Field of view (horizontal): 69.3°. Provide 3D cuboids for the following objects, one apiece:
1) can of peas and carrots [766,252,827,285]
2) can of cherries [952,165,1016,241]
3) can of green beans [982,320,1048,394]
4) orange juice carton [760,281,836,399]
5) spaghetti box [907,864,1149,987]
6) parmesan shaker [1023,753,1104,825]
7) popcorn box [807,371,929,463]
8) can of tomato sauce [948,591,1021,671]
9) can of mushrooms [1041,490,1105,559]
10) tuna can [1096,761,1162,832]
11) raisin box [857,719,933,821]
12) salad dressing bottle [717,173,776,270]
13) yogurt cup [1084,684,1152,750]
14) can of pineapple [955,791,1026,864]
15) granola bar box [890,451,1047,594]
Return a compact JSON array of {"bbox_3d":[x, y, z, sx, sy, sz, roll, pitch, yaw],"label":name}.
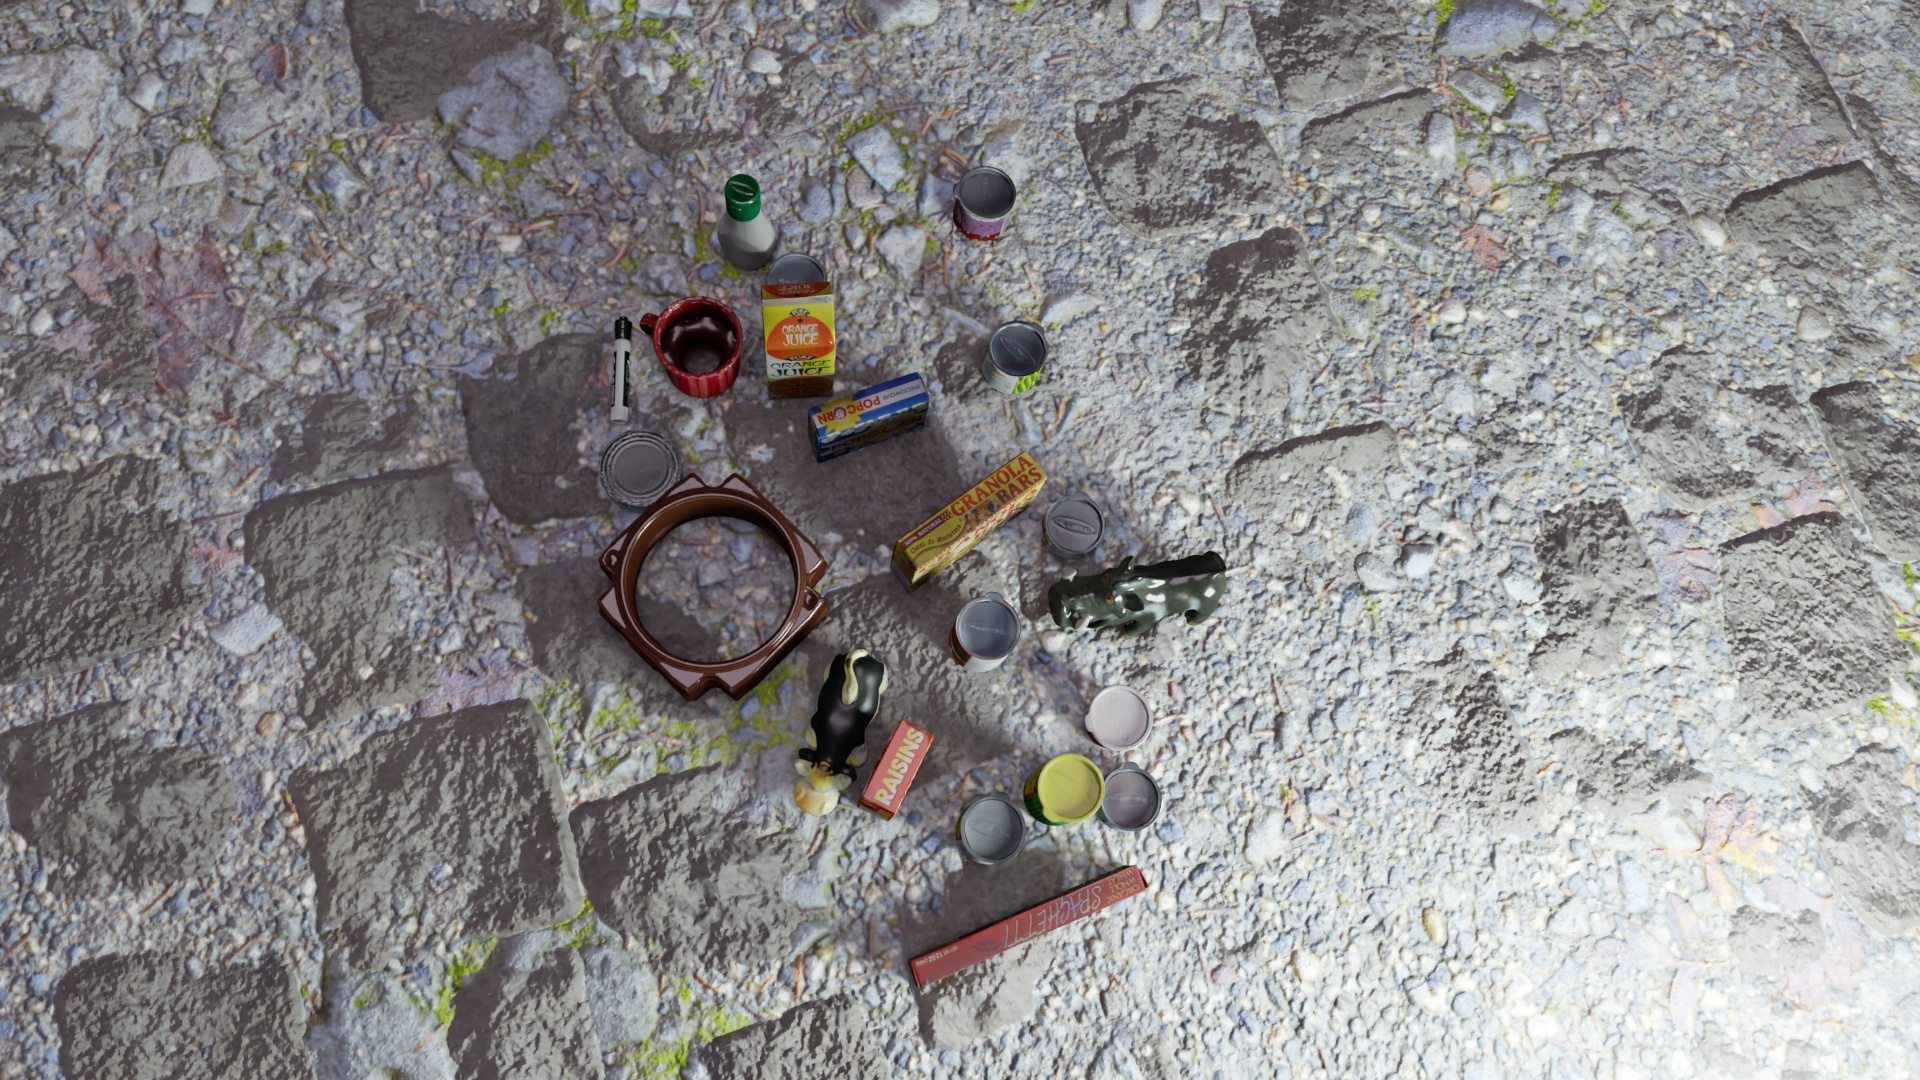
[{"bbox_3d":[-0.179,-0.272,1.524,0.071,0.058,0.071,2,75,-6],"label":"can of peas and carrots"},{"bbox_3d":[0.024,-0.382,1.577,0.071,0.058,0.071,2,75,-6],"label":"can of cherries"},{"bbox_3d":[0.060,-0.202,1.534,0.071,0.057,0.071,2,75,-6],"label":"can of green beans"},{"bbox_3d":[-0.168,-0.213,1.441,0.072,0.192,0.073,-4,76,-8],"label":"orange juice carton"},{"bbox_3d":[0.067,0.383,1.385,0.250,0.050,0.029,-20,79,-11],"label":"spaghetti box"},{"bbox_3d":[0.100,0.254,1.395,0.071,0.103,0.071,2,76,-6],"label":"parmesan shaker"},{"bbox_3d":[-0.099,-0.131,1.483,0.127,0.085,0.038,-20,79,-11],"label":"popcorn box"},{"bbox_3d":[0.024,0.096,1.438,0.071,0.083,0.071,2,76,-6],"label":"can of tomato sauce"},{"bbox_3d":[0.123,-0.016,1.505,0.071,0.033,0.071,2,75,-6],"label":"can of mushrooms"},{"bbox_3d":[0.172,0.266,1.437,0.071,0.032,0.071,2,75,-6],"label":"tuna can"},{"bbox_3d":[-0.066,0.228,1.372,0.040,0.123,0.086,28,74,1],"label":"raisin box"},{"bbox_3d":[-0.231,-0.341,1.490,0.064,0.147,0.044,22,75,-1],"label":"salad dressing bottle"},{"bbox_3d":[0.161,0.187,1.446,0.072,0.053,0.072,2,75,-6],"label":"yogurt cup"},{"bbox_3d":[0.031,0.291,1.401,0.071,0.057,0.071,2,75,-6],"label":"can of pineapple"},{"bbox_3d":[0.005,-0.018,1.445,0.166,0.124,0.039,-36,82,-14],"label":"granola bar box"}]
